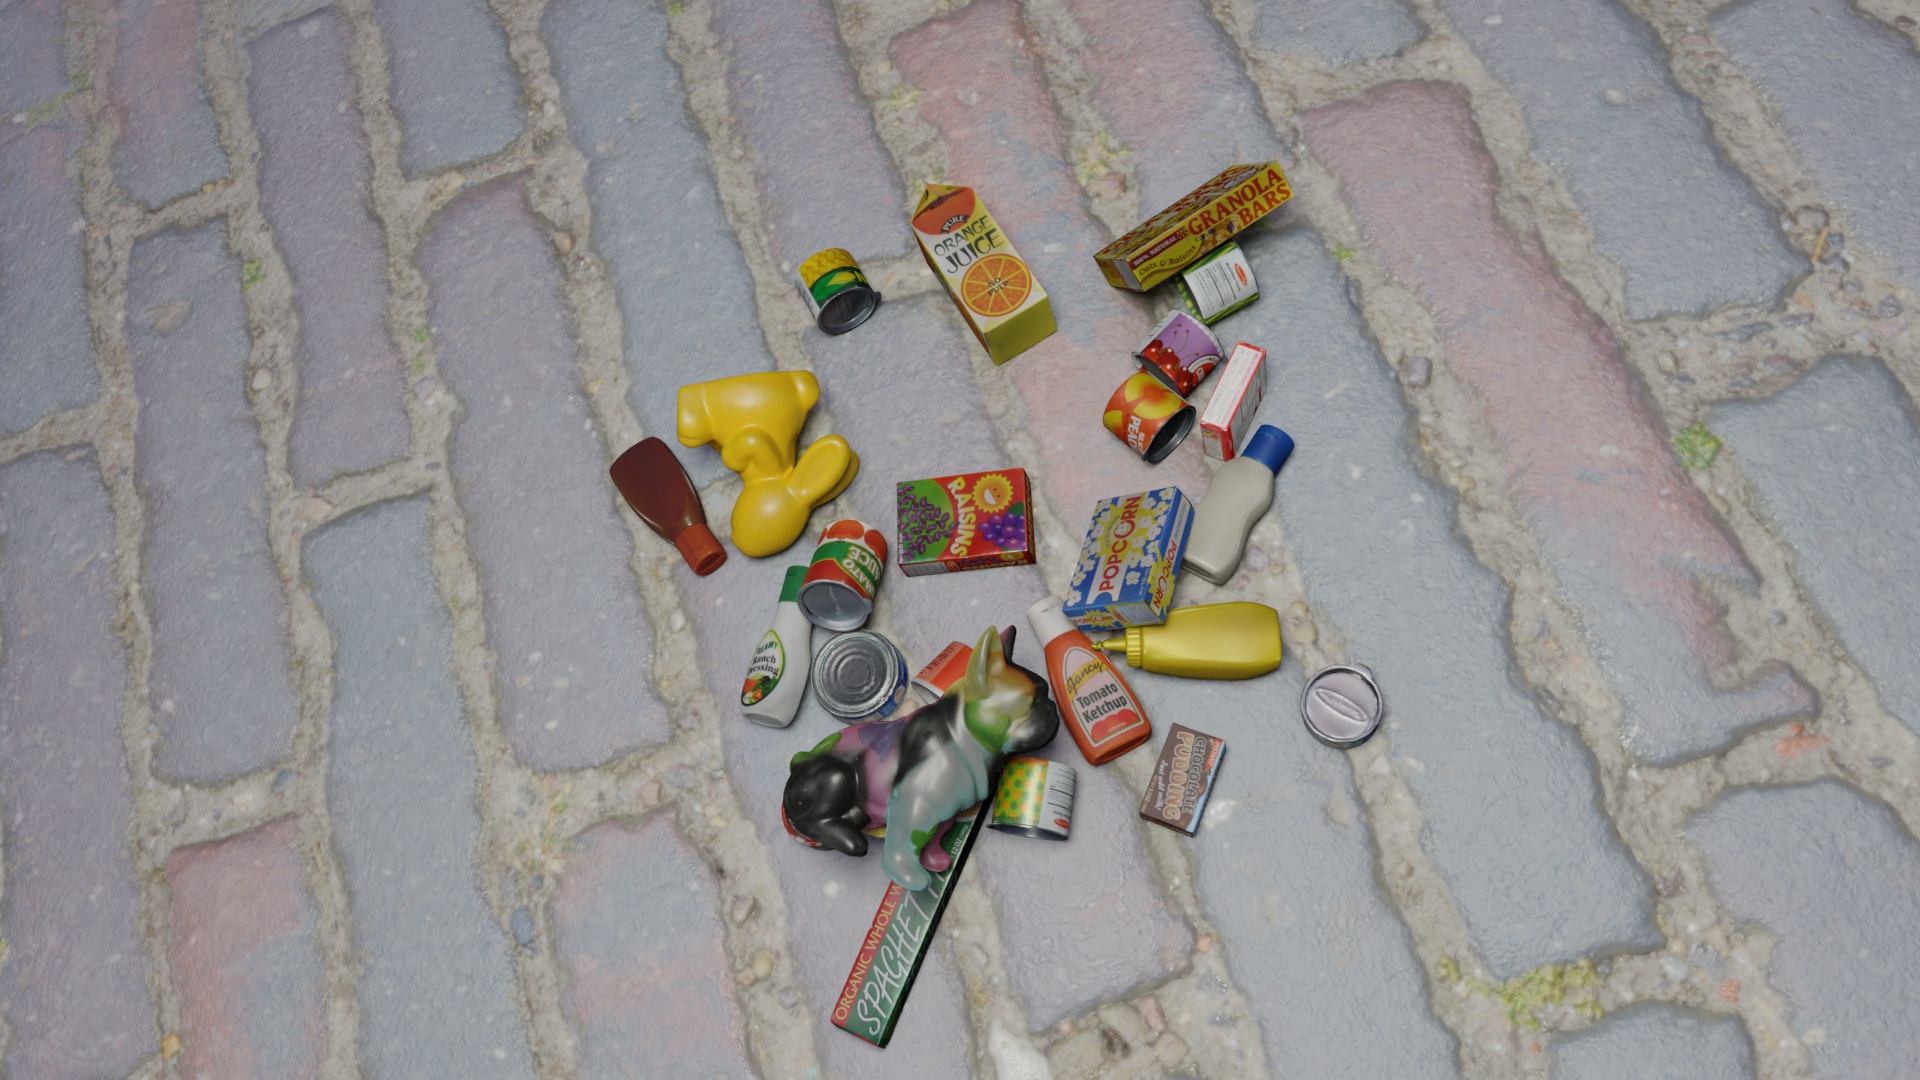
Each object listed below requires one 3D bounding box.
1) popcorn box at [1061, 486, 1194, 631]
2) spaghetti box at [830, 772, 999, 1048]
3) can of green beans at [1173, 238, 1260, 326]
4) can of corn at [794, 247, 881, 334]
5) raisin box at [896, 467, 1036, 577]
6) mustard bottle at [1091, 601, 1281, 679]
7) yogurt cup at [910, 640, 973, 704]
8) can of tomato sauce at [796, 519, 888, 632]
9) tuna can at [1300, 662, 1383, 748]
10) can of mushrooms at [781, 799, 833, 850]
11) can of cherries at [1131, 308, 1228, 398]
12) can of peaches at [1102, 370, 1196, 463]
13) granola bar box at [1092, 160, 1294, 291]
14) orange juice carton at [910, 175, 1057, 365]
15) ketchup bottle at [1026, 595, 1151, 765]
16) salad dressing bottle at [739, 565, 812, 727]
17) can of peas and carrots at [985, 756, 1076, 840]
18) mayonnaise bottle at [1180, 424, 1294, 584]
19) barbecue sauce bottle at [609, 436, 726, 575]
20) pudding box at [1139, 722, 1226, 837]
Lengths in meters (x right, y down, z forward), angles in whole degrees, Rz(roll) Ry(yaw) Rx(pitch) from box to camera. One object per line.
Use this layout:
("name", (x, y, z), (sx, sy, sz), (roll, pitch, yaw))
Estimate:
("popcorn box", (0.147, 0.016, 1.211), (0.085, 0.038, 0.127), (-9, 46, 38))
("spaghetti box", (-0.036, 0.304, 1.185), (0.050, 0.028, 0.250), (19, 75, 20))
("can of green beans", (0.241, -0.243, 1.308), (0.058, 0.071, 0.071), (-28, 66, 3))
("can of corn", (-0.123, -0.252, 1.396), (0.071, 0.071, 0.058), (-31, 66, 1))
("raisin box", (0.005, -0.016, 1.292), (0.123, 0.040, 0.086), (-7, 68, 12))
("mustard bottle", (0.193, 0.087, 1.197), (0.160, 0.048, 0.065), (-1, 67, 6))
("yogurt cup", (-0.002, 0.126, 1.227), (0.072, 0.072, 0.054), (33, 72, 22))
("can of tomato sauce", (-0.105, 0.031, 1.267), (0.071, 0.070, 0.083), (1, 42, 13))
("tuna can", (0.320, 0.138, 1.163), (0.071, 0.032, 0.071), (-4, 69, 11))
("can of mushrooms", (-0.125, 0.238, 1.227), (0.071, 0.033, 0.071), (-4, 70, 11))
("can of cherries", (0.203, -0.170, 1.290), (0.071, 0.071, 0.058), (41, 84, 23))
("can of peaches", (0.171, -0.112, 1.274), (0.071, 0.071, 0.058), (-45, 66, -6))
("granola bar box", (0.216, -0.295, 1.306), (0.165, 0.124, 0.039), (-33, 105, -1))
("orange juice carton", (0.013, -0.274, 1.370), (0.073, 0.071, 0.193), (-31, 66, 0))
("ketchup bottle", (0.106, 0.119, 1.214), (0.065, 0.043, 0.149), (-24, 65, -10))
("salad dressing bottle", (-0.161, 0.096, 1.281), (0.064, 0.044, 0.148), (-10, 57, 43))
("can of peas and carrots", (0.060, 0.218, 1.175), (0.071, 0.070, 0.059), (5, 71, 15))
("mayonnaise bottle", (0.246, -0.035, 1.242), (0.065, 0.041, 0.148), (29, 77, 28))
("barbecue sauce bottle", (-0.282, -0.031, 1.361), (0.065, 0.043, 0.149), (-38, 67, -3))
("pudding box", (0.188, 0.202, 1.171), (0.050, 0.030, 0.084), (19, 75, 18))
